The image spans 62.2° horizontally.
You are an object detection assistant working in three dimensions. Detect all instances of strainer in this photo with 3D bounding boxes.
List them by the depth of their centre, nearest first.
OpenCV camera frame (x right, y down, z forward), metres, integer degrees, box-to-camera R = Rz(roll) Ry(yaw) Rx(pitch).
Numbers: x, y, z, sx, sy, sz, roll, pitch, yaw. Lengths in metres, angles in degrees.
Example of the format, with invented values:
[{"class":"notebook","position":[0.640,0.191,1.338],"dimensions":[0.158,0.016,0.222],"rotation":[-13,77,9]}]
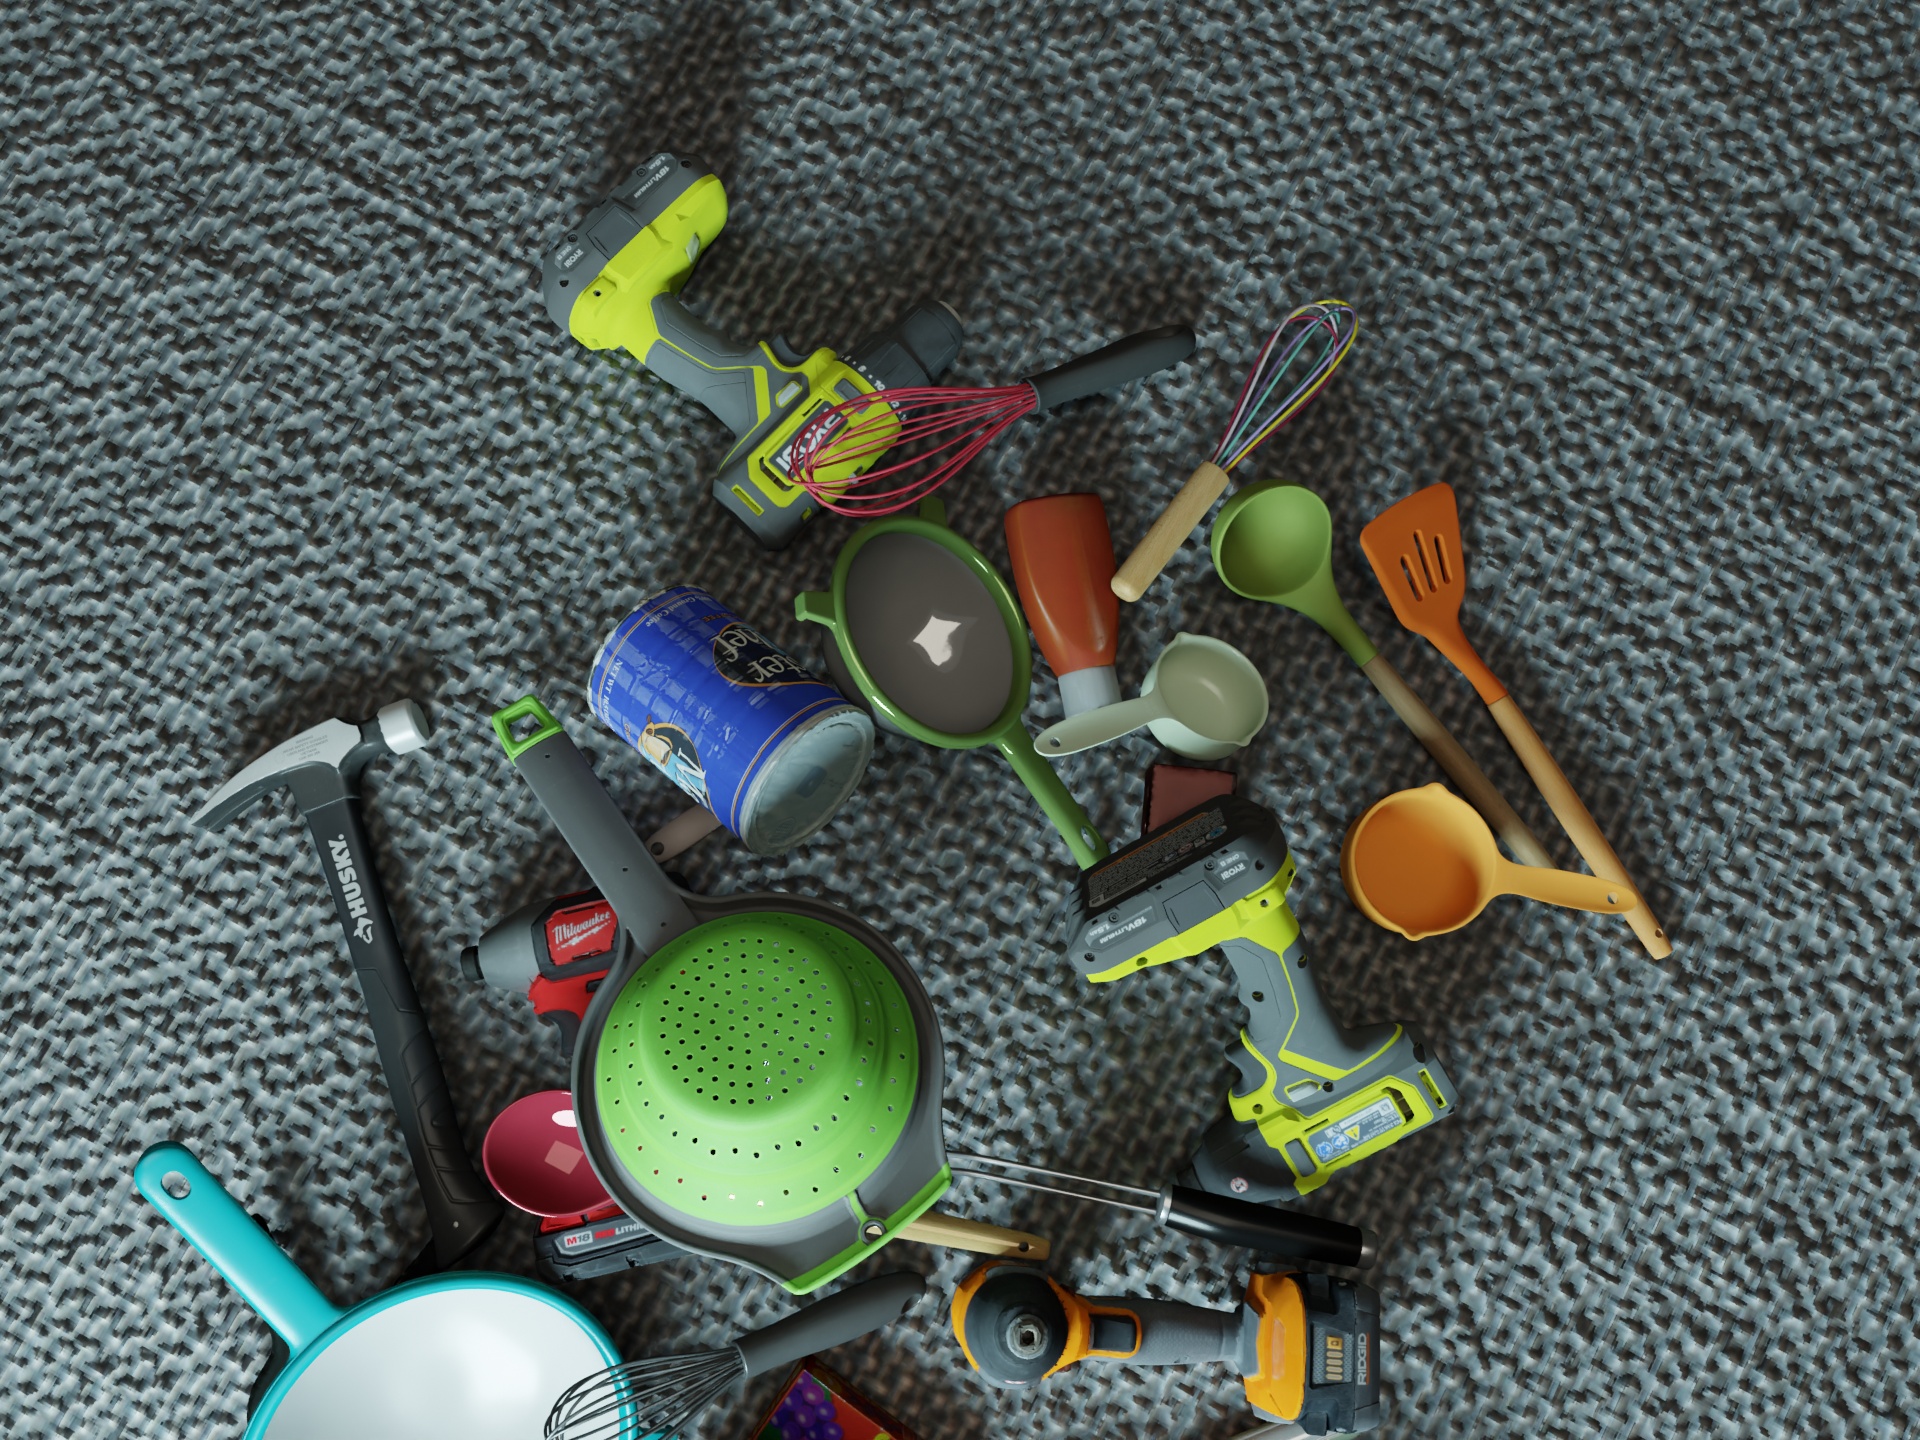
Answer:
[{"class":"strainer","position":[-0.330,0.350,0.875],"dimensions":[0.211,0.095,0.340],"rotation":[-40,106,-18]},{"class":"strainer","position":[-0.002,-0.003,0.980],"dimensions":[0.256,0.069,0.151],"rotation":[54,45,-10]}]

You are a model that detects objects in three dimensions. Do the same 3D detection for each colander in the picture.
[{"class":"colander","position":[-0.158,0.115,0.875],"dimensions":[0.204,0.094,0.397],"rotation":[-32,67,-18]}]

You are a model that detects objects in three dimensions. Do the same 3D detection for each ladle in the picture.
[{"class":"ladle","position":[-0.105,0.262,0.880],"dimensions":[0.315,0.031,0.069],"rotation":[11,83,0]},{"class":"ladle","position":[0.271,-0.017,0.984],"dimensions":[0.078,0.062,0.320],"rotation":[-40,86,10]}]

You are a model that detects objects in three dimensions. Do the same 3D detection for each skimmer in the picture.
[{"class":"skimmer","position":[0.057,0.253,0.927],"dimensions":[0.363,0.090,0.127],"rotation":[12,102,0]}]

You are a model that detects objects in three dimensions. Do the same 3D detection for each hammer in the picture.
[{"class":"hammer","position":[-0.351,0.163,0.960],"dimensions":[0.146,0.035,0.335],"rotation":[-21,79,-3]}]

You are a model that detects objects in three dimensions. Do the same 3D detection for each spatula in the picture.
[{"class":"spatula","position":[0.352,0.005,0.986],"dimensions":[0.081,0.041,0.323],"rotation":[-29,84,-22]}]

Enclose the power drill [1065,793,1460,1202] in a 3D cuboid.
[{"class":"power drill","position":[0.160,0.171,0.917],"dimensions":[0.171,0.080,0.223],"rotation":[-30,103,10]}]

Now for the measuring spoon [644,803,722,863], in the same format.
[{"class":"measuring spoon","position":[-0.150,0.053,0.991],"dimensions":[0.124,0.018,0.034],"rotation":[-34,83,-4]}]

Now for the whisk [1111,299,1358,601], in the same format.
[{"class":"whisk","position":[0.171,-0.173,1.001],"dimensions":[0.047,0.051,0.245],"rotation":[36,80,9]}]

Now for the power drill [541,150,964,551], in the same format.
[{"class":"power drill","position":[-0.130,-0.246,1.007],"dimensions":[0.228,0.080,0.190],"rotation":[43,84,3]}]

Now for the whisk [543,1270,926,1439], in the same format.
[{"class":"whisk","position":[-0.123,0.363,0.897],"dimensions":[0.239,0.055,0.055],"rotation":[-14,81,-28]}]

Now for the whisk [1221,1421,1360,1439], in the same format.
[{"class":"whisk","position":[0.121,0.444,0.923],"dimensions":[0.246,0.059,0.058],"rotation":[-19,55,-7]}]

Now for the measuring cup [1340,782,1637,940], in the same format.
[{"class":"measuring cup","position":[0.317,0.095,0.969],"dimensions":[0.173,0.052,0.095],"rotation":[11,82,0]}]

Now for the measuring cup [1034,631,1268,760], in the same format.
[{"class":"measuring cup","position":[0.109,0.001,0.959],"dimensions":[0.167,0.038,0.083],"rotation":[-17,68,-27]}]

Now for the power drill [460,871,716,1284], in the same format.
[{"class":"power drill","position":[-0.212,0.209,0.942],"dimensions":[0.143,0.078,0.220],"rotation":[-12,79,-3]}]

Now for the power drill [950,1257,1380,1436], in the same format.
[{"class":"power drill","position":[0.110,0.340,0.878],"dimensions":[0.226,0.164,0.084],"rotation":[5,74,-1]}]

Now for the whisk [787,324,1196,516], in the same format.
[{"class":"whisk","position":[0.027,-0.193,0.979],"dimensions":[0.296,0.073,0.073],"rotation":[-25,82,-23]}]
